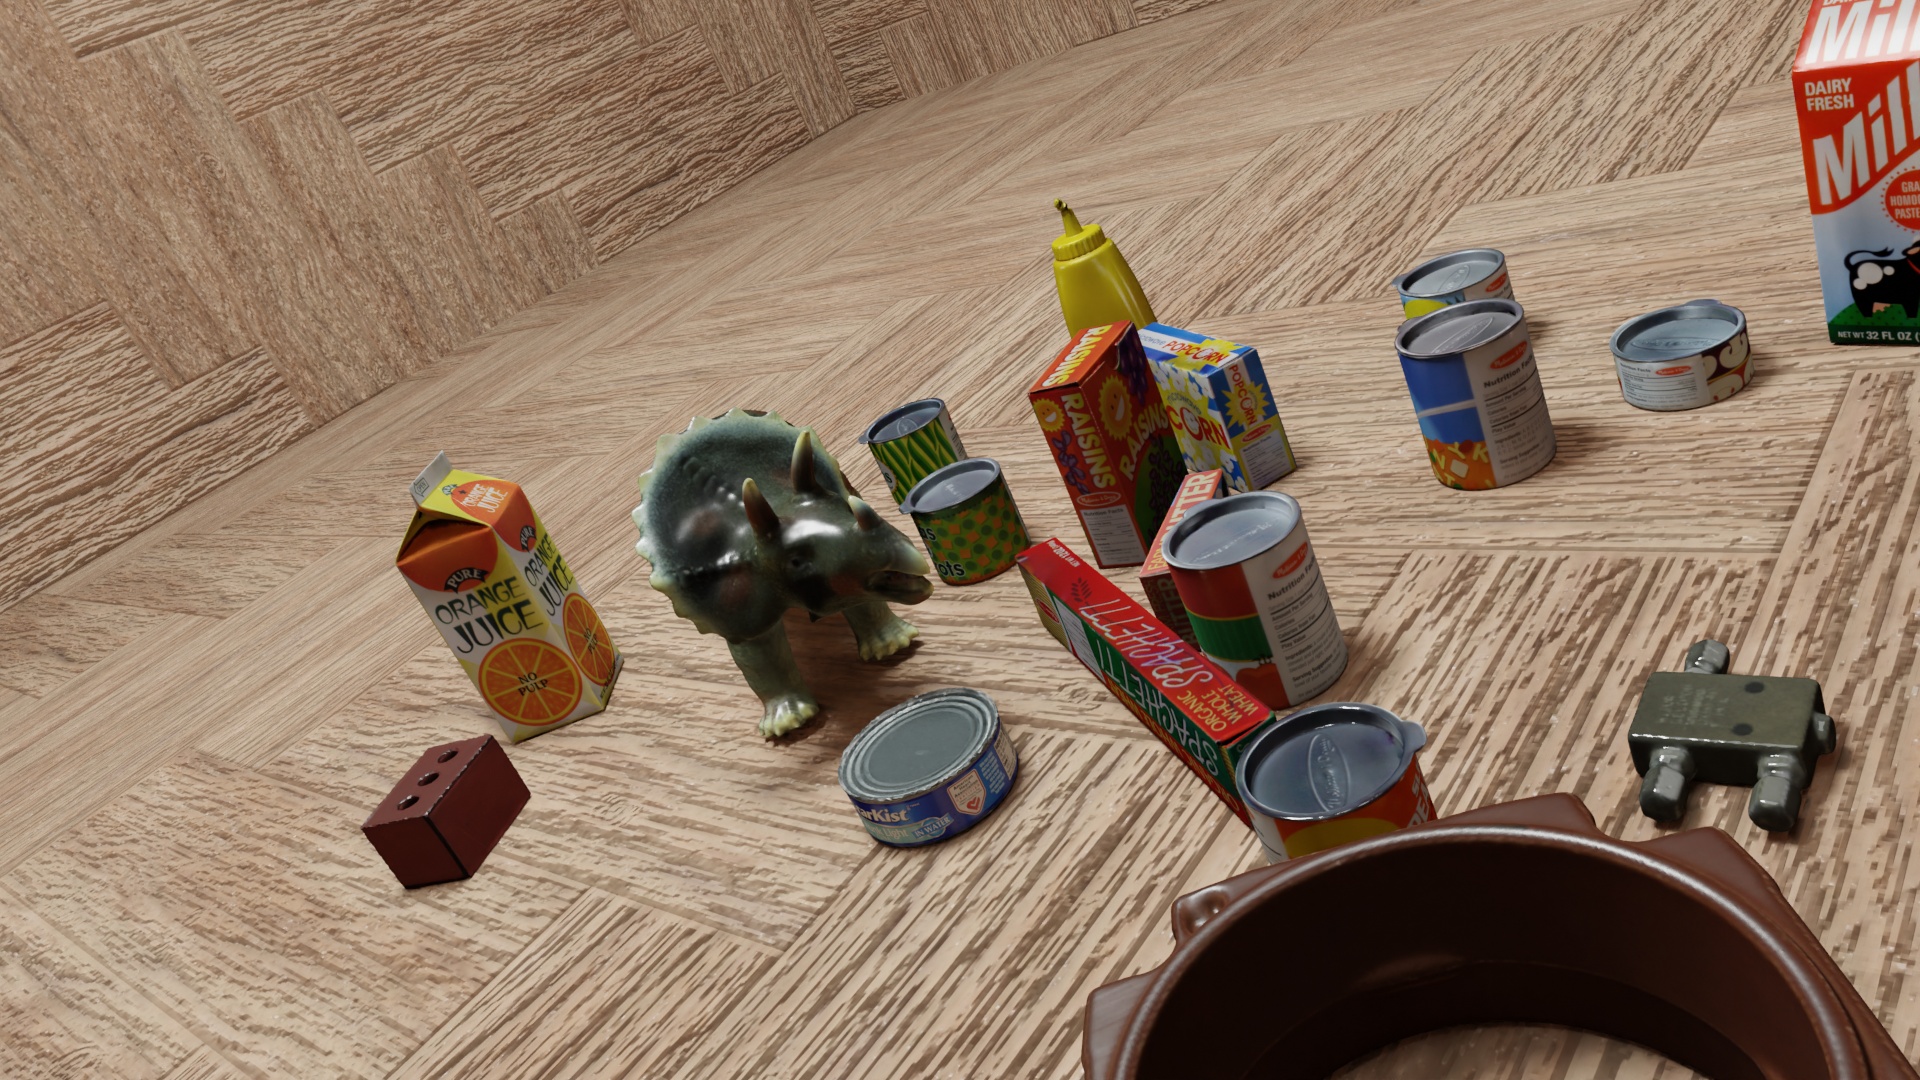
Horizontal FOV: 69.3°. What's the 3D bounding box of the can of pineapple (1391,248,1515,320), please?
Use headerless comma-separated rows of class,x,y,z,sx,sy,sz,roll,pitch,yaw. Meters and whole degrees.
can of pineapple,0.317,-0.146,0.884,0.071,0.057,0.071,-20,24,9

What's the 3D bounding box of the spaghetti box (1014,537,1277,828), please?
spaghetti box,0.088,0.060,0.679,0.029,0.050,0.250,-28,24,-8

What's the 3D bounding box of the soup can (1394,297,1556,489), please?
soup can,0.277,-0.079,0.750,0.071,0.083,0.071,-20,24,9

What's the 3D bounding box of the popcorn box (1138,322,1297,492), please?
popcorn box,0.152,-0.087,0.882,0.038,0.085,0.127,-30,24,-11

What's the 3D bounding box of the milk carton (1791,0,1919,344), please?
milk carton,0.467,-0.196,0.680,0.074,0.190,0.072,-36,26,-25

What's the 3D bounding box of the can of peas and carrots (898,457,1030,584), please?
can of peas and carrots,0.003,-0.011,0.899,0.071,0.058,0.071,-20,24,9

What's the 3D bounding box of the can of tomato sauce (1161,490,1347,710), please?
can of tomato sauce,0.139,0.028,0.657,0.071,0.082,0.071,-20,24,9

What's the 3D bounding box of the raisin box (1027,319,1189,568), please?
raisin box,0.093,-0.057,0.830,0.040,0.123,0.086,-7,29,35

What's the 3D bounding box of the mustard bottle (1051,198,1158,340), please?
mustard bottle,0.105,-0.184,1.037,0.065,0.159,0.049,-15,25,22

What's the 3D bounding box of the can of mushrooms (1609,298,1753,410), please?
can of mushrooms,0.390,-0.100,0.750,0.071,0.033,0.071,-20,24,9

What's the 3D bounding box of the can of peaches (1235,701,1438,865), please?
can of peaches,0.147,0.103,0.523,0.071,0.058,0.071,-20,24,9

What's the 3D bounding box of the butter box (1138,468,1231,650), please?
butter box,0.127,0.010,0.744,0.024,0.053,0.104,-10,27,30

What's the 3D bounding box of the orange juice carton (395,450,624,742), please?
orange juice carton,-0.310,0.033,0.936,0.073,0.192,0.072,-21,23,8

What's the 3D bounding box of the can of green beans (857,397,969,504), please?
can of green beans,-0.031,-0.067,1.050,0.071,0.057,0.071,-20,24,9
